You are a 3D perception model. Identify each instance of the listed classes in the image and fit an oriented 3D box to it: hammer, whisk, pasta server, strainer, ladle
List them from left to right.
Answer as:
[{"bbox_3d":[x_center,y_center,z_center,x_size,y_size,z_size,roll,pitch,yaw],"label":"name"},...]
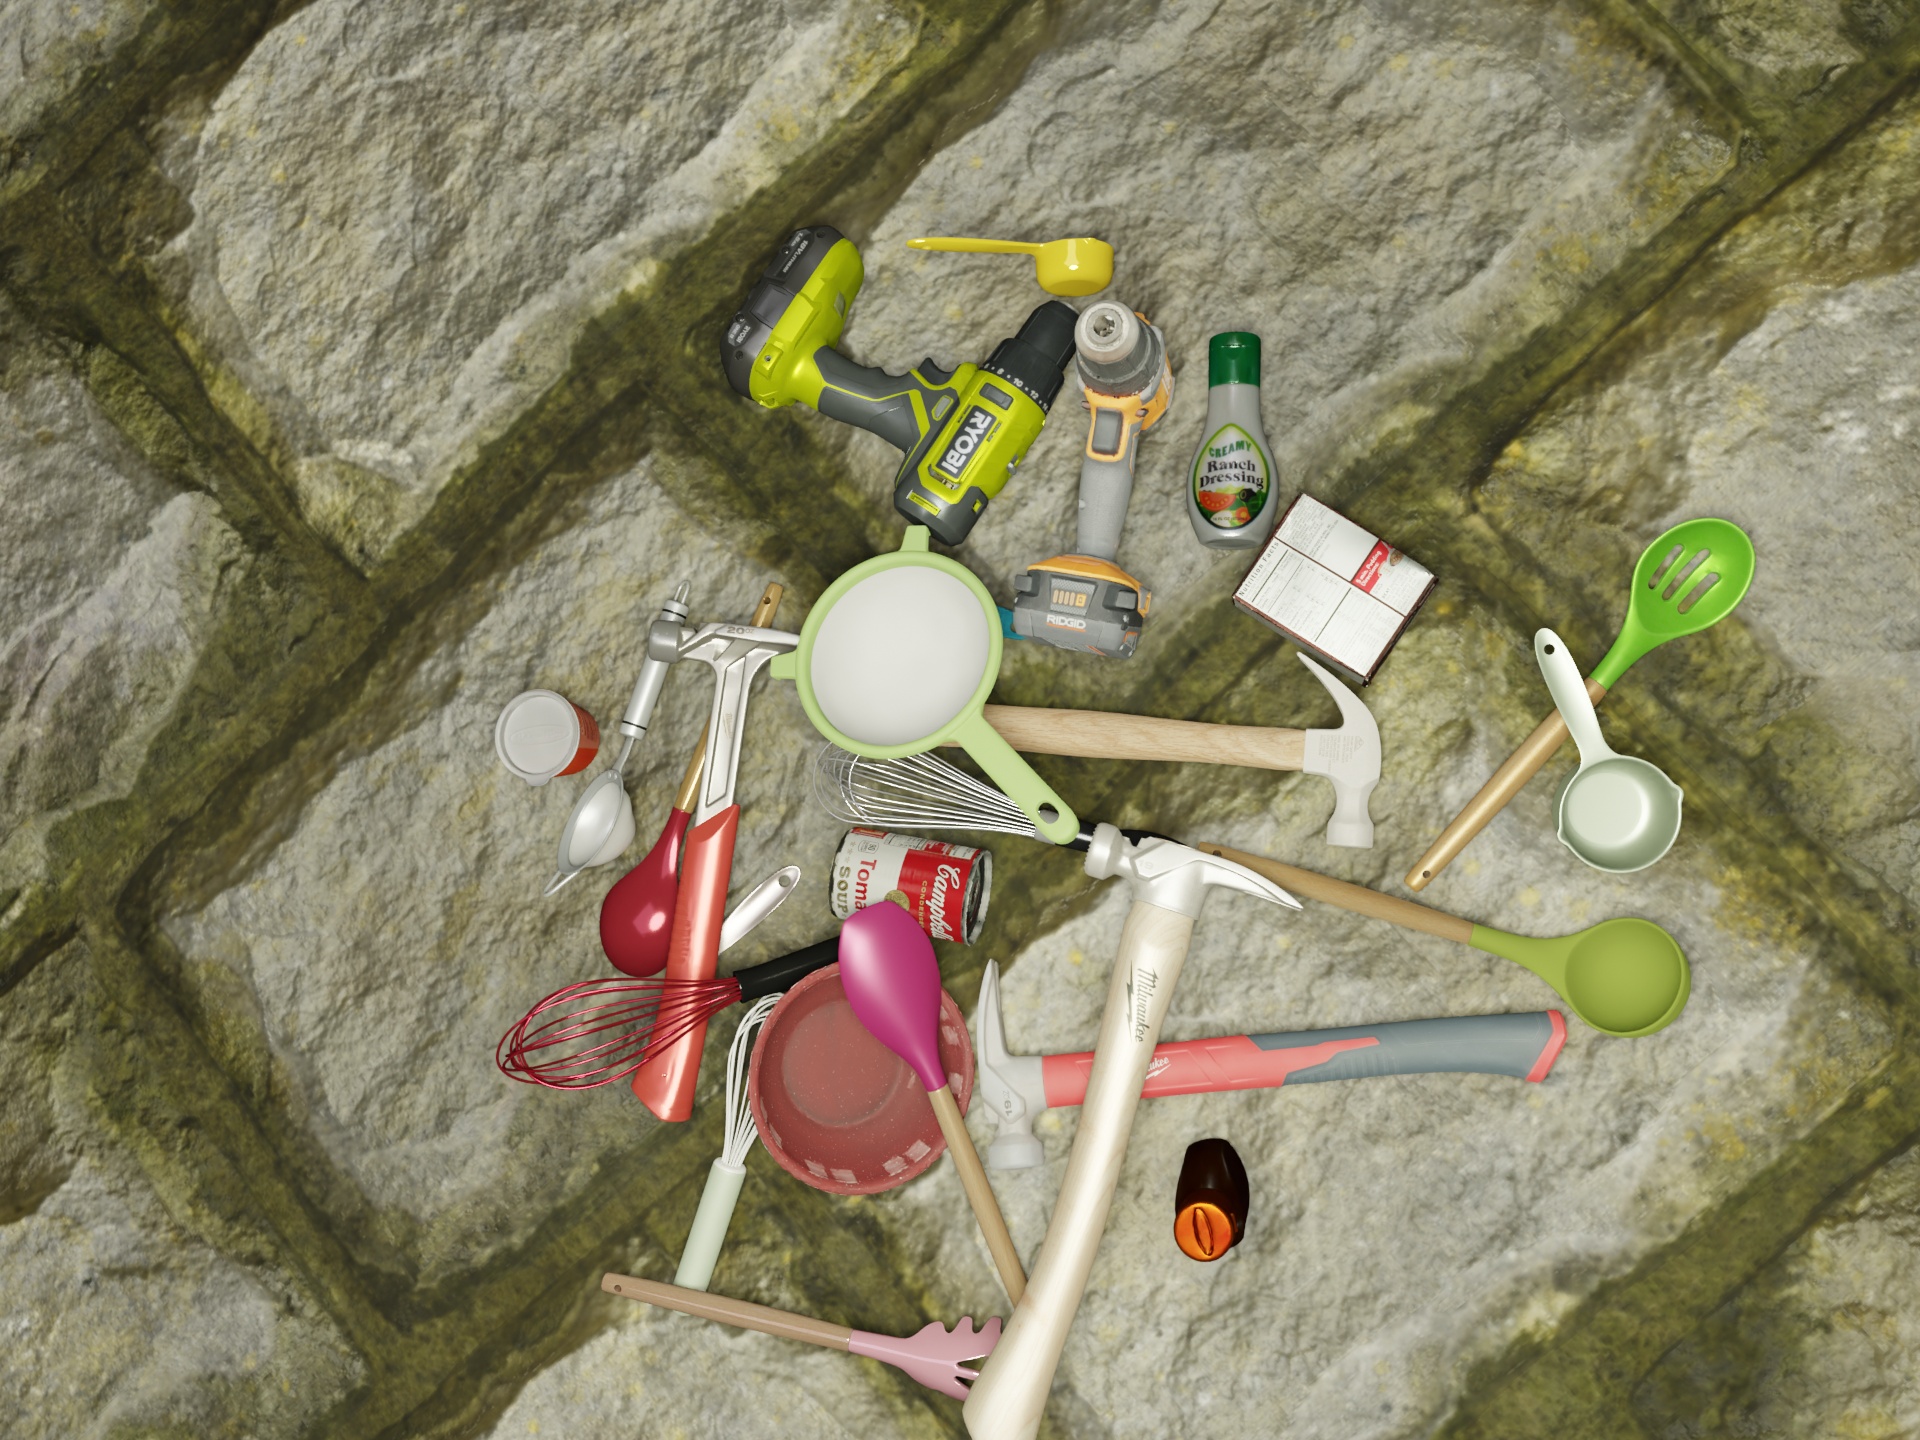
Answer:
[{"bbox_3d":[-0.247,0.016,1.197,0.087,0.050,0.258,9,79,57],"label":"strainer"},{"bbox_3d":[-0.196,0.044,1.191,0.069,0.031,0.315,22,88,14],"label":"ladle"},{"bbox_3d":[-0.173,0.192,1.105,0.296,0.073,0.073,-15,81,-18],"label":"whisk"},{"bbox_3d":[-0.175,0.109,1.156,0.149,0.036,0.359,8,87,-1],"label":"hammer"},{"bbox_3d":[-0.165,0.315,1.152,0.059,0.057,0.246,21,93,48],"label":"whisk"},{"bbox_3d":[-0.101,0.427,1.118,0.316,0.040,0.060,9,87,11],"label":"pasta server"},{"bbox_3d":[-0.002,-0.003,1.092,0.151,0.069,0.257,-44,66,1],"label":"strainer"},{"bbox_3d":[0.031,0.068,1.124,0.284,0.070,0.070,15,88,9],"label":"whisk"},{"bbox_3d":[0.099,0.282,1.038,0.146,0.038,0.411,16,83,12],"label":"hammer"},{"bbox_3d":[0.126,0.010,1.118,0.331,0.031,0.130,5,86,13],"label":"hammer"},{"bbox_3d":[0.203,0.214,1.073,0.386,0.038,0.143,-8,74,10],"label":"hammer"},{"bbox_3d":[0.311,0.130,1.045,0.320,0.062,0.078,17,77,12],"label":"ladle"}]

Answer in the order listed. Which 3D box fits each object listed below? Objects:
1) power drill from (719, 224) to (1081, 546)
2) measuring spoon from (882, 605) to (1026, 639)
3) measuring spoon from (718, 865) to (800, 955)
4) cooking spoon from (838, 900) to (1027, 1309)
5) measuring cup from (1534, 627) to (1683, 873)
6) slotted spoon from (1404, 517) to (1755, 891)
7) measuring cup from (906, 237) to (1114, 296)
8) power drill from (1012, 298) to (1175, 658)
[{"bbox_3d":[-0.040,-0.261,1.158,0.228,0.080,0.190,33,88,11],"label":"power drill"},{"bbox_3d":[-0.006,-0.083,1.167,0.128,0.021,0.042,18,90,5],"label":"measuring spoon"},{"bbox_3d":[-0.165,0.152,1.181,0.124,0.018,0.034,-43,87,-1],"label":"measuring spoon"},{"bbox_3d":[-0.006,0.275,1.092,0.069,0.017,0.319,-23,95,-20],"label":"cooking spoon"},{"bbox_3d":[0.408,0.018,1.039,0.083,0.038,0.167,-23,89,7],"label":"measuring cup"},{"bbox_3d":[0.404,-0.006,1.059,0.070,0.031,0.314,40,96,-2],"label":"slotted spoon"},{"bbox_3d":[0.036,-0.323,1.128,0.156,0.062,0.029,-2,88,-21],"label":"measuring cup"},{"bbox_3d":[0.094,-0.162,1.065,0.084,0.185,0.226,10,90,12],"label":"power drill"}]
